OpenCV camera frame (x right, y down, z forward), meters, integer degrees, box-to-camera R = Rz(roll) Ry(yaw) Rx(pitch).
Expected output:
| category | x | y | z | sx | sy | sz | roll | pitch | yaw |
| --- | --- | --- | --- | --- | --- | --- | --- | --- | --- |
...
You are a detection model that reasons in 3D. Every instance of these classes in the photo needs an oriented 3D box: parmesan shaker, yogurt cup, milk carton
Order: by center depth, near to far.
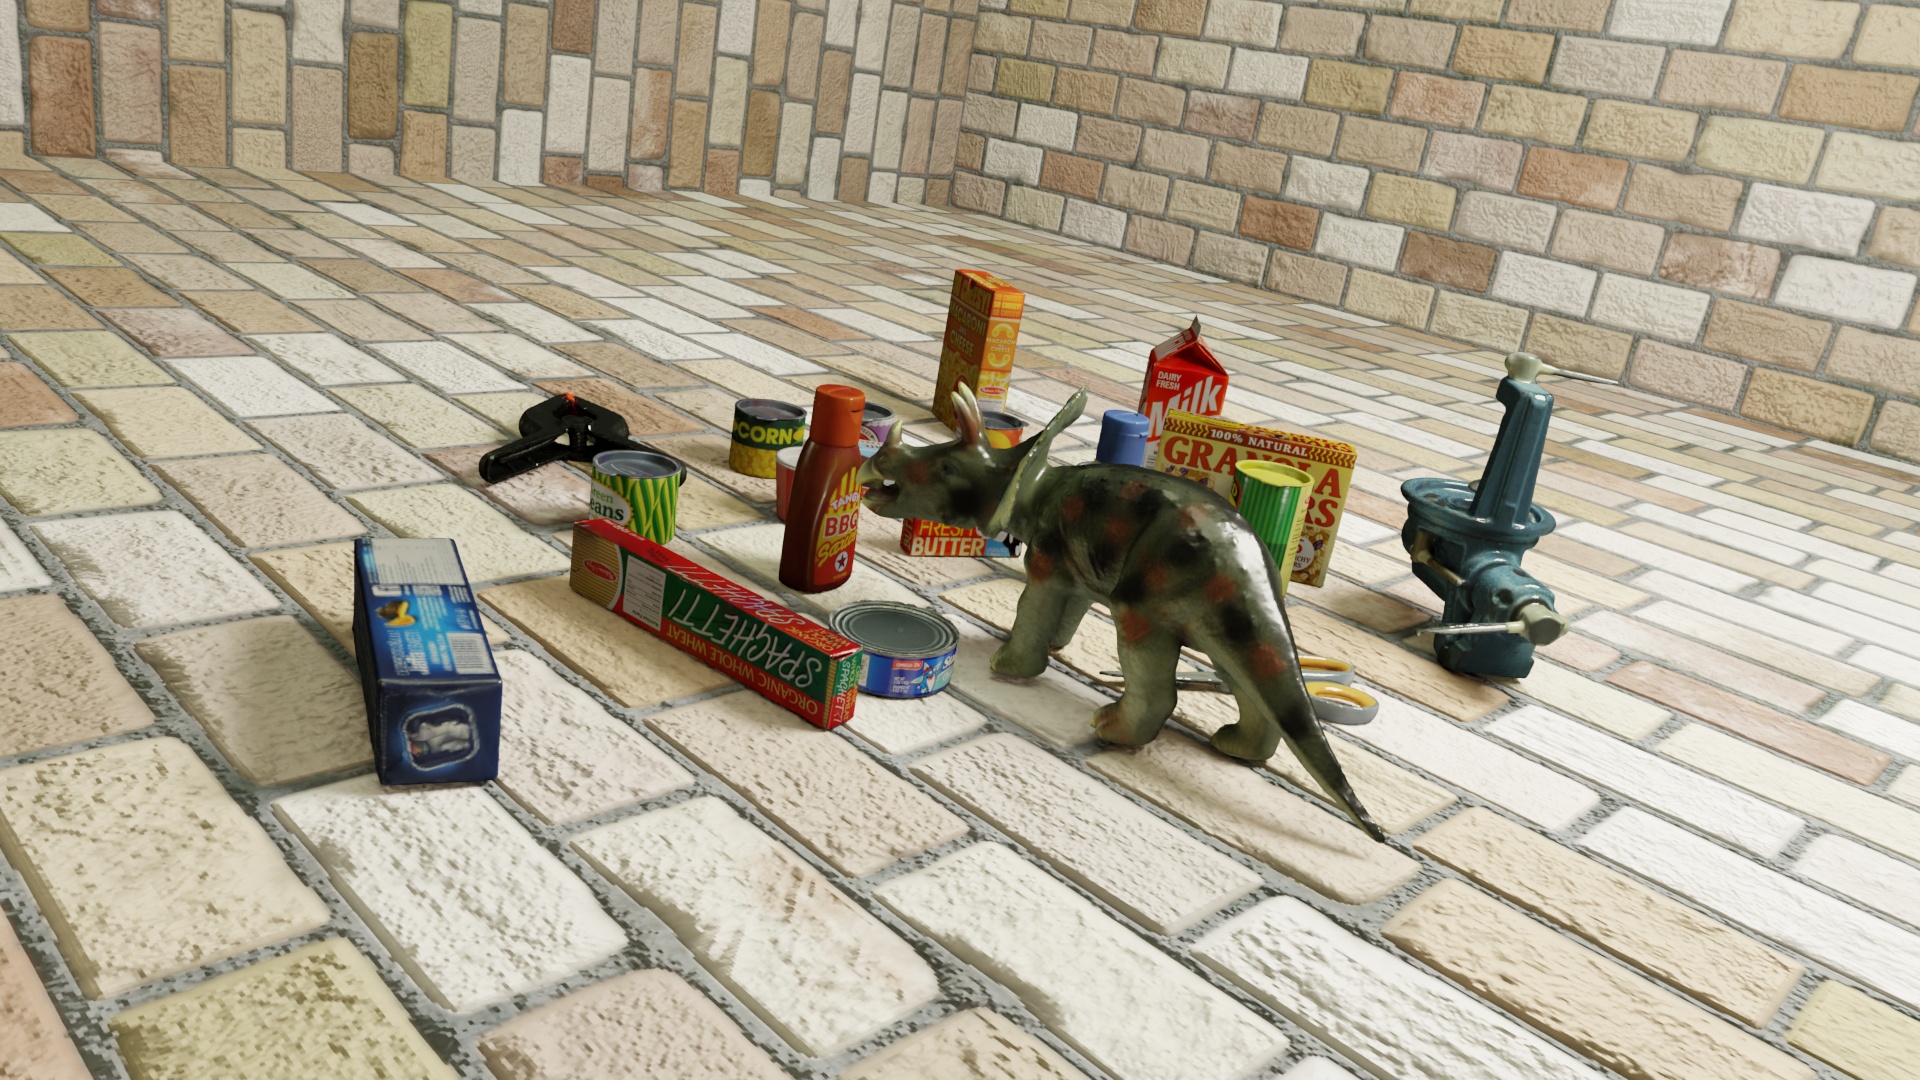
| category | x | y | z | sx | sy | sz | roll | pitch | yaw |
| --- | --- | --- | --- | --- | --- | --- | --- | --- | --- |
| yogurt cup | -0.124 | -0.043 | 1.161 | 0.072 | 0.053 | 0.072 | 9 | 19 | -3 |
| parmesan shaker | 0.253 | -0.009 | 1.169 | 0.071 | 0.102 | 0.071 | 9 | 19 | -3 |
| milk carton | 0.206 | -0.117 | 1.322 | 0.073 | 0.189 | 0.072 | 10 | 19 | 1 |

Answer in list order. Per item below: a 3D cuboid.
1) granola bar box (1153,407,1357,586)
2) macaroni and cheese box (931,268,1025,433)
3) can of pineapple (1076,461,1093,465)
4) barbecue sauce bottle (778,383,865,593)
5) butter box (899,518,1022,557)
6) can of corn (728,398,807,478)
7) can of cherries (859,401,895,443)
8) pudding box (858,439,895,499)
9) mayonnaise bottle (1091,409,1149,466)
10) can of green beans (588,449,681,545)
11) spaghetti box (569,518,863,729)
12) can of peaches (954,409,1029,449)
| category | x | y | z | sx | sy | sz | roll | pitch | yaw |
| --- | --- | --- | --- | --- | --- | --- | --- | --- | --- |
| granola bar box | 0.250 | -0.039 | 1.221 | 0.166 | 0.123 | 0.039 | 13 | 19 | 9 |
| macaroni and cheese box | 0.017 | -0.199 | 1.502 | 0.040 | 0.165 | 0.124 | 2 | 20 | -22 |
| can of pineapple | 0.130 | -0.034 | 1.251 | 0.071 | 0.057 | 0.071 | 9 | 19 | -3 |
| barbecue sauce bottle | -0.098 | -0.039 | 1.017 | 0.044 | 0.148 | 0.065 | 19 | 21 | 26 |
| butter box | 0.004 | -0.014 | 1.141 | 0.104 | 0.053 | 0.024 | 1 | 20 | -23 |
| can of corn | -0.177 | -0.093 | 1.269 | 0.071 | 0.058 | 0.071 | 9 | 19 | -3 |
| can of cherries | -0.099 | -0.097 | 1.319 | 0.071 | 0.058 | 0.072 | 9 | 19 | -3 |
| pudding box | -0.067 | -0.061 | 1.246 | 0.084 | 0.049 | 0.030 | 7 | 19 | -9 |
| mayonnaise bottle | 0.116 | -0.027 | 1.088 | 0.041 | 0.147 | 0.065 | 23 | 23 | 34 |
| can of green beans | -0.250 | -0.032 | 1.063 | 0.071 | 0.057 | 0.071 | 9 | 19 | -3 |
| spaghetti box | -0.162 | 0.048 | 0.887 | 0.250 | 0.050 | 0.029 | 23 | 23 | 33 |
| can of peaches | 0.028 | -0.092 | 1.367 | 0.071 | 0.057 | 0.071 | 9 | 19 | -3 |
